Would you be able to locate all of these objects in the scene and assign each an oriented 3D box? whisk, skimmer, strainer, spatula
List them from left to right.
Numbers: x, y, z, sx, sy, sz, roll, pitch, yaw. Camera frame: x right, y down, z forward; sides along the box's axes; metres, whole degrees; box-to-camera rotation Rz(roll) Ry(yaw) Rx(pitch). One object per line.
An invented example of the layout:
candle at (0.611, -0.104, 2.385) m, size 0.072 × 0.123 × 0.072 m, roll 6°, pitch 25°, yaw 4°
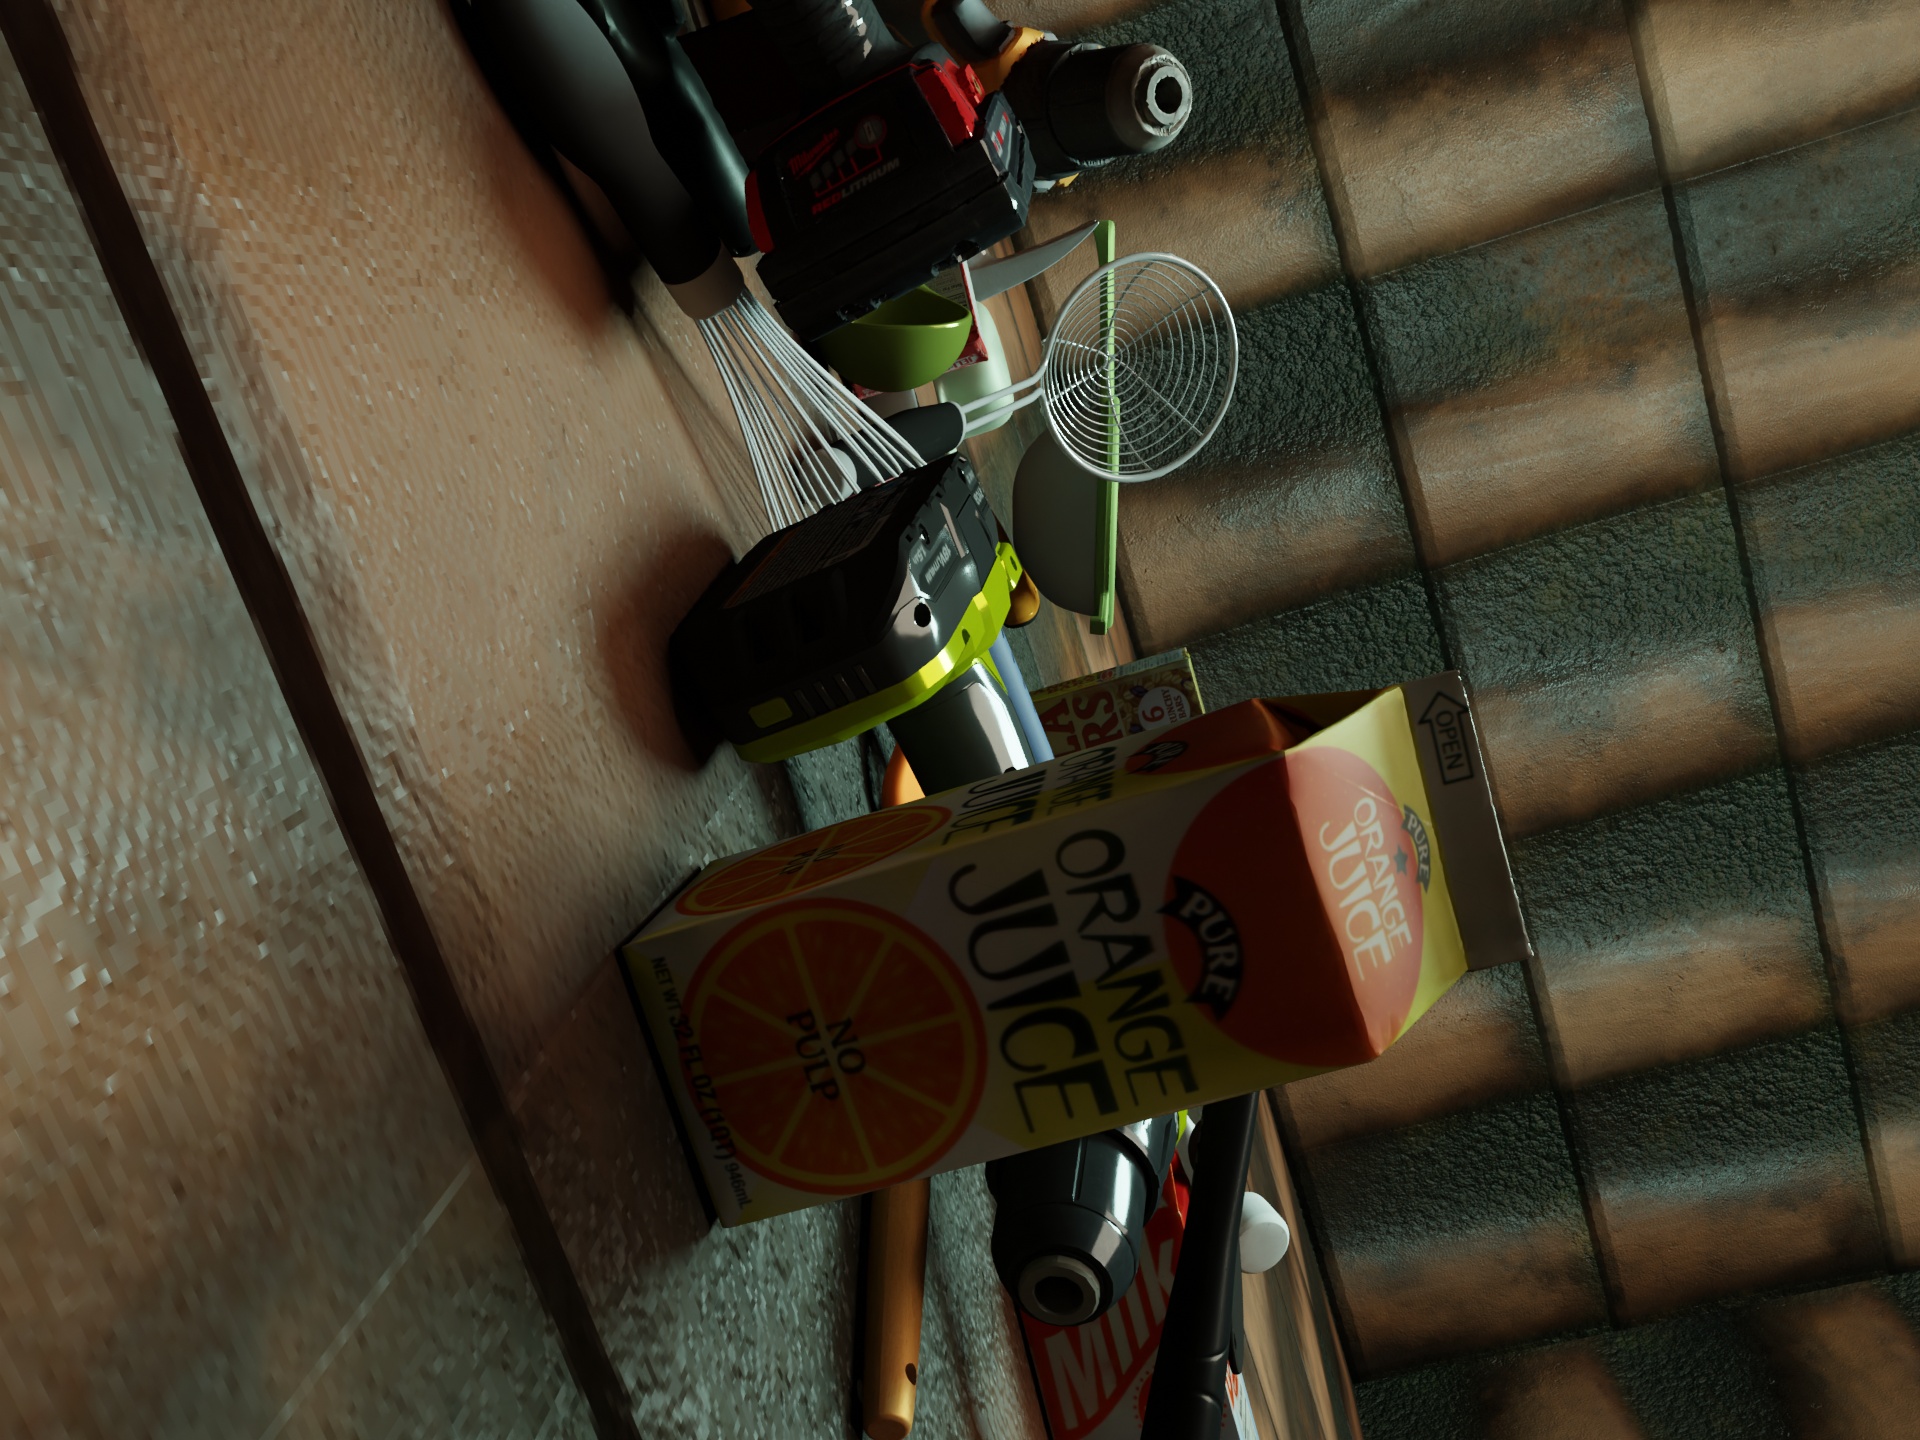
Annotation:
whisk at (-0.067, -0.121, 0.516) m, size 0.284 × 0.070 × 0.070 m, roll 55°, pitch 21°, yaw -49°
spatula at (-0.009, 0.092, 0.541) m, size 0.081 × 0.041 × 0.323 m, roll 57°, pitch 18°, yaw -28°
skimmer at (0.045, -0.153, 0.779) m, size 0.363 × 0.090 × 0.127 m, roll -39°, pitch 135°, yaw -58°
strainer at (0.067, -0.186, 1.019) m, size 0.151 × 0.069 × 0.256 m, roll -72°, pitch 161°, yaw -74°

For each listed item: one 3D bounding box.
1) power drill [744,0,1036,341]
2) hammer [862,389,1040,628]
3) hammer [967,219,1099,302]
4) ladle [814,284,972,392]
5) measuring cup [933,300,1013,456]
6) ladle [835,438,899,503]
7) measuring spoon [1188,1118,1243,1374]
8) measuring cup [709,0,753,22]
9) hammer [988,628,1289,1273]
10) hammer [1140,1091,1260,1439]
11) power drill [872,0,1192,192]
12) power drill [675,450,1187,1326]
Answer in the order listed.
power drill at (-0.063, -0.230, 0.453) m, size 0.219 × 0.078 × 0.143 m, roll 59°, pitch 18°, yaw -22°
hammer at (-0.001, -0.141, 0.985) m, size 0.336 × 0.034 × 0.127 m, roll 50°, pitch 26°, yaw -67°
hammer at (-0.051, -0.430, 0.913) m, size 0.038 × 0.143 × 0.386 m, roll -99°, pitch 166°, yaw -71°
ladle at (-0.038, -0.300, 0.807) m, size 0.062 × 0.078 × 0.320 m, roll 103°, pitch -14°, yaw -64°
measuring cup at (0.008, -0.171, 0.860) m, size 0.168 × 0.038 × 0.083 m, roll -95°, pitch 167°, yaw -51°
ladle at (-0.010, -0.071, 0.849) m, size 0.315 × 0.031 × 0.069 m, roll 50°, pitch 27°, yaw -71°
measuring spoon at (0.101, 0.206, 0.633) m, size 0.124 × 0.018 × 0.034 m, roll -79°, pitch 152°, yaw -59°
measuring cup at (-0.088, -0.360, 0.797) m, size 0.174 × 0.052 × 0.095 m, roll -84°, pitch 157°, yaw -70°
hammer at (0.055, 0.079, 0.760) m, size 0.405 × 0.035 × 0.144 m, roll 66°, pitch -10°, yaw -24°
hammer at (0.083, 0.194, 0.547) m, size 0.146 × 0.035 × 0.335 m, roll 78°, pitch 23°, yaw -74°
power drill at (-0.017, -0.307, 0.643) m, size 0.226 × 0.084 × 0.185 m, roll 43°, pitch -11°, yaw -35°
power drill at (0.007, 0.048, 0.491) m, size 0.228 × 0.080 × 0.191 m, roll 63°, pitch 19°, yaw -17°
